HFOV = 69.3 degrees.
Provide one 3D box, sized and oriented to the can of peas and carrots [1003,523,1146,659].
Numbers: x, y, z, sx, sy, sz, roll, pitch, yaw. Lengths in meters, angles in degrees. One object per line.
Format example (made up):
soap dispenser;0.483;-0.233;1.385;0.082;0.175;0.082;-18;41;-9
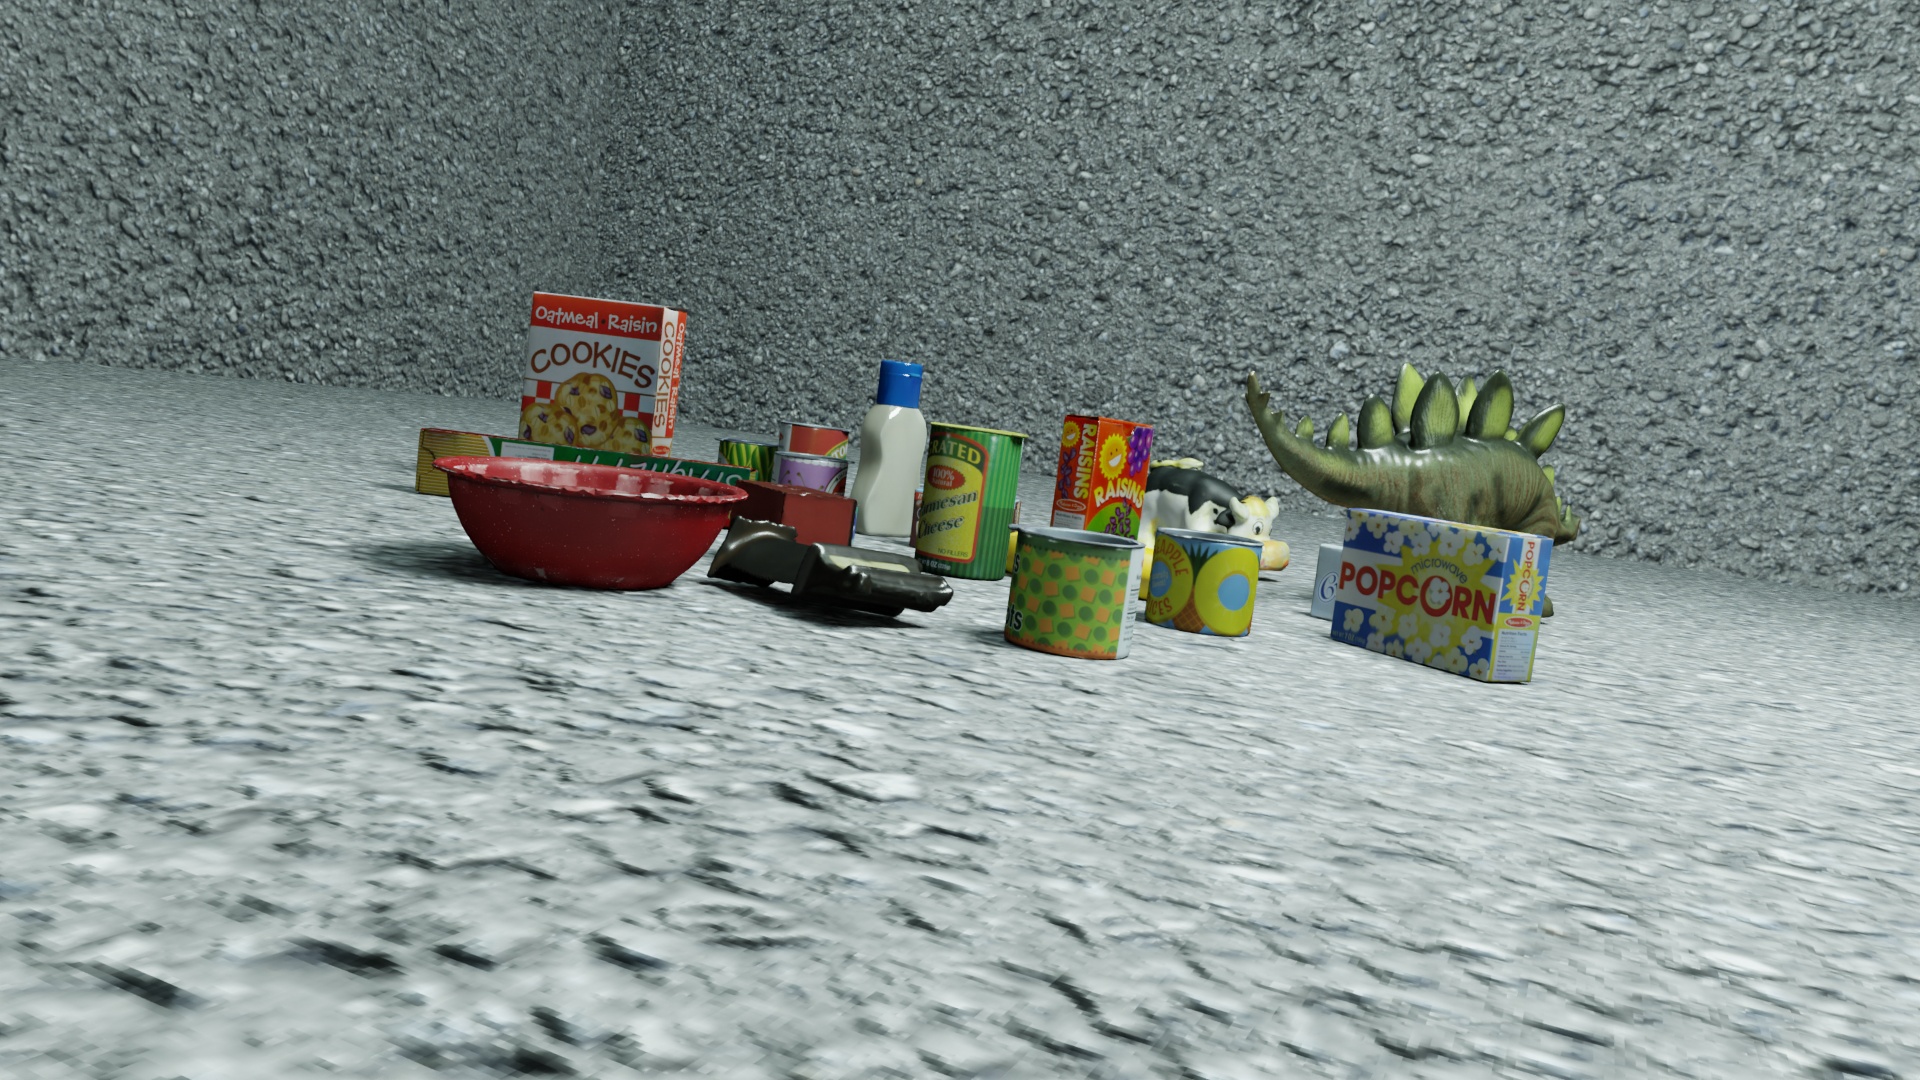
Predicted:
can of peas and carrots;0.055;0.025;0.707;0.071;0.058;0.071;7;5;-1

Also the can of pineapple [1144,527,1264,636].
can of pineapple;0.147;0.025;0.850;0.071;0.057;0.071;7;5;-1

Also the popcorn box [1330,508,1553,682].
popcorn box;0.283;0.030;0.829;0.038;0.085;0.127;5;6;-30

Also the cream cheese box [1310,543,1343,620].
cream cheese box;0.292;0.036;0.956;0.024;0.053;0.104;3;6;-42

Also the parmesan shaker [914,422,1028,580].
parmesan shaker;0.008;-0.027;0.968;0.071;0.103;0.071;7;5;-1

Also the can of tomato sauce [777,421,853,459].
can of tomato sauce;-0.141;-0.069;1.324;0.071;0.083;0.071;7;5;-1

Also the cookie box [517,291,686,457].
cookie box;-0.295;-0.114;1.137;0.123;0.167;0.040;9;5;16

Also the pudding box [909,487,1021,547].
pudding box;0.004;-0.014;1.116;0.084;0.049;0.030;8;5;10

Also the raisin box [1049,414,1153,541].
raisin box;0.118;-0.041;1.167;0.040;0.123;0.086;11;6;39

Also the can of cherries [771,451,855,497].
can of cherries;-0.131;-0.046;1.221;0.071;0.058;0.071;7;5;-1

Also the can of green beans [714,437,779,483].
can of green beans;-0.209;-0.069;1.374;0.071;0.057;0.071;7;5;-1

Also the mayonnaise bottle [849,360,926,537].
mayonnaise bottle;-0.059;-0.078;1.184;0.065;0.148;0.041;3;6;-44

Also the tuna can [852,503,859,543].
tuna can;-0.113;-0.016;1.067;0.071;0.032;0.071;7;5;-1

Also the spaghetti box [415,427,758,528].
spaghetti box;-0.282;-0.046;1.060;0.250;0.050;0.029;7;5;-8
